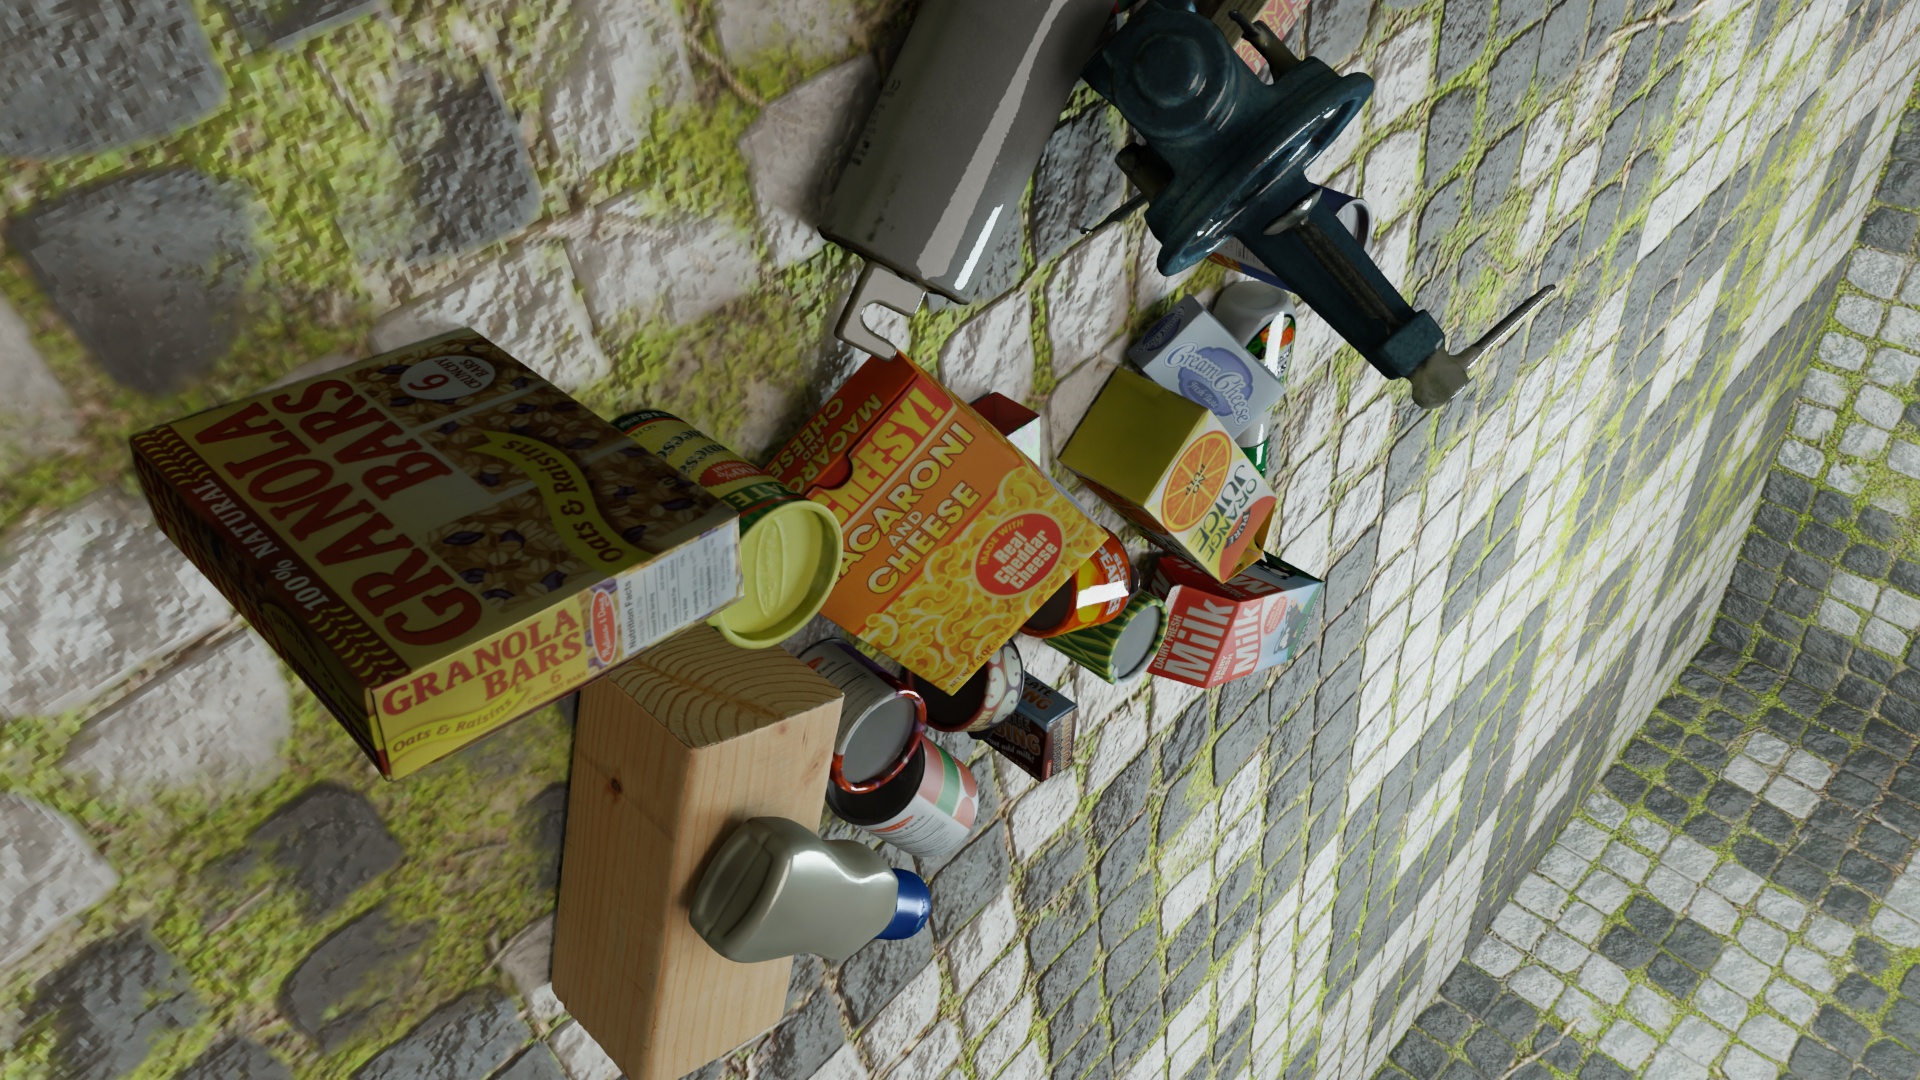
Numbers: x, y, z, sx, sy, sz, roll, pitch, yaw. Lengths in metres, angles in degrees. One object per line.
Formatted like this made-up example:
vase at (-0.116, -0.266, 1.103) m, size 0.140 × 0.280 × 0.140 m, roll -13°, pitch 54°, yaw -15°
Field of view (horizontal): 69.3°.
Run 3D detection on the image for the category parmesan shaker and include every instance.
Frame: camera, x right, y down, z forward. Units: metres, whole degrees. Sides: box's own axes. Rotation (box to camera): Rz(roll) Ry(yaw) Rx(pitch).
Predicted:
parmesan shaker at (-0.110, -0.006, 0.584) m, size 0.071 × 0.103 × 0.071 m, roll -31°, pitch 137°, yaw -35°

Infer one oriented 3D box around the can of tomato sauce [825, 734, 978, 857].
can of tomato sauce at (-0.034, 0.145, 0.827) m, size 0.071 × 0.071 × 0.083 m, roll -54°, pitch 146°, yaw -7°

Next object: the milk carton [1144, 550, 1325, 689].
milk carton at (0.189, 0.054, 1.024) m, size 0.191 × 0.073 × 0.072 m, roll -8°, pitch 122°, yaw -52°

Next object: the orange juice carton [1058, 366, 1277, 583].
orange juice carton at (0.147, -0.033, 0.914) m, size 0.073 × 0.072 × 0.192 m, roll -57°, pitch 145°, yaw -2°

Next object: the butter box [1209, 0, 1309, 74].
butter box at (0.168, -0.296, 0.761) m, size 0.103 × 0.024 × 0.053 m, roll -54°, pitch 161°, yaw 13°

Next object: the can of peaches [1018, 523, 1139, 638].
can of peaches at (0.065, 0.024, 0.854) m, size 0.058 × 0.071 × 0.071 m, roll -9°, pitch 122°, yaw -47°

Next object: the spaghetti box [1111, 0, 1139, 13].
spaghetti box at (0.148, -0.348, 0.718) m, size 0.251 × 0.029 × 0.050 m, roll -40°, pitch 142°, yaw -26°

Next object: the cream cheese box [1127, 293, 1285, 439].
cream cheese box at (0.156, -0.107, 0.877) m, size 0.053 × 0.024 × 0.103 m, roll -45°, pitch 132°, yaw 15°

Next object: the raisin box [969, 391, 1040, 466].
raisin box at (0.003, -0.010, 0.780) m, size 0.086 × 0.040 × 0.122 m, roll -33°, pitch 137°, yaw -33°

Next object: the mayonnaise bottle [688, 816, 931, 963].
mayonnaise bottle at (-0.065, 0.171, 0.669) m, size 0.065 × 0.041 × 0.148 m, roll -58°, pitch 148°, yaw 0°

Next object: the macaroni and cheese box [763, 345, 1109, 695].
macaroni and cheese box at (-0.019, -0.005, 0.698) m, size 0.123 × 0.040 × 0.166 m, roll -46°, pitch 133°, yaw 7°

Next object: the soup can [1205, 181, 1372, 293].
soup can at (0.200, -0.189, 0.852) m, size 0.072 × 0.084 × 0.071 m, roll -31°, pitch 137°, yaw -34°

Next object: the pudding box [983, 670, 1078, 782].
pudding box at (0.032, 0.106, 0.863) m, size 0.030 × 0.084 × 0.049 m, roll -26°, pitch 134°, yaw -38°

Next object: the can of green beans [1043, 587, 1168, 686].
can of green beans at (0.097, 0.056, 0.930) m, size 0.071 × 0.058 × 0.071 m, roll -31°, pitch 137°, yaw -35°

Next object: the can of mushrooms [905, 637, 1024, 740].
can of mushrooms at (0.002, 0.083, 0.821) m, size 0.033 × 0.071 × 0.071 m, roll 8°, pitch 109°, yaw -53°

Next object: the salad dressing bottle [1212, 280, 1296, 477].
salad dressing bottle at (0.195, -0.103, 0.946) m, size 0.064 × 0.044 × 0.146 m, roll -28°, pitch 136°, yaw -25°

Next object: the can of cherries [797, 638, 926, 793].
can of cherries at (-0.060, 0.097, 0.763) m, size 0.072 × 0.058 × 0.071 m, roll -31°, pitch 136°, yaw -35°

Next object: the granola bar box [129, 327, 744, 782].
granola bar box at (-0.170, -0.006, 0.453) m, size 0.125 × 0.166 × 0.038 m, roll -29°, pitch 137°, yaw -37°
